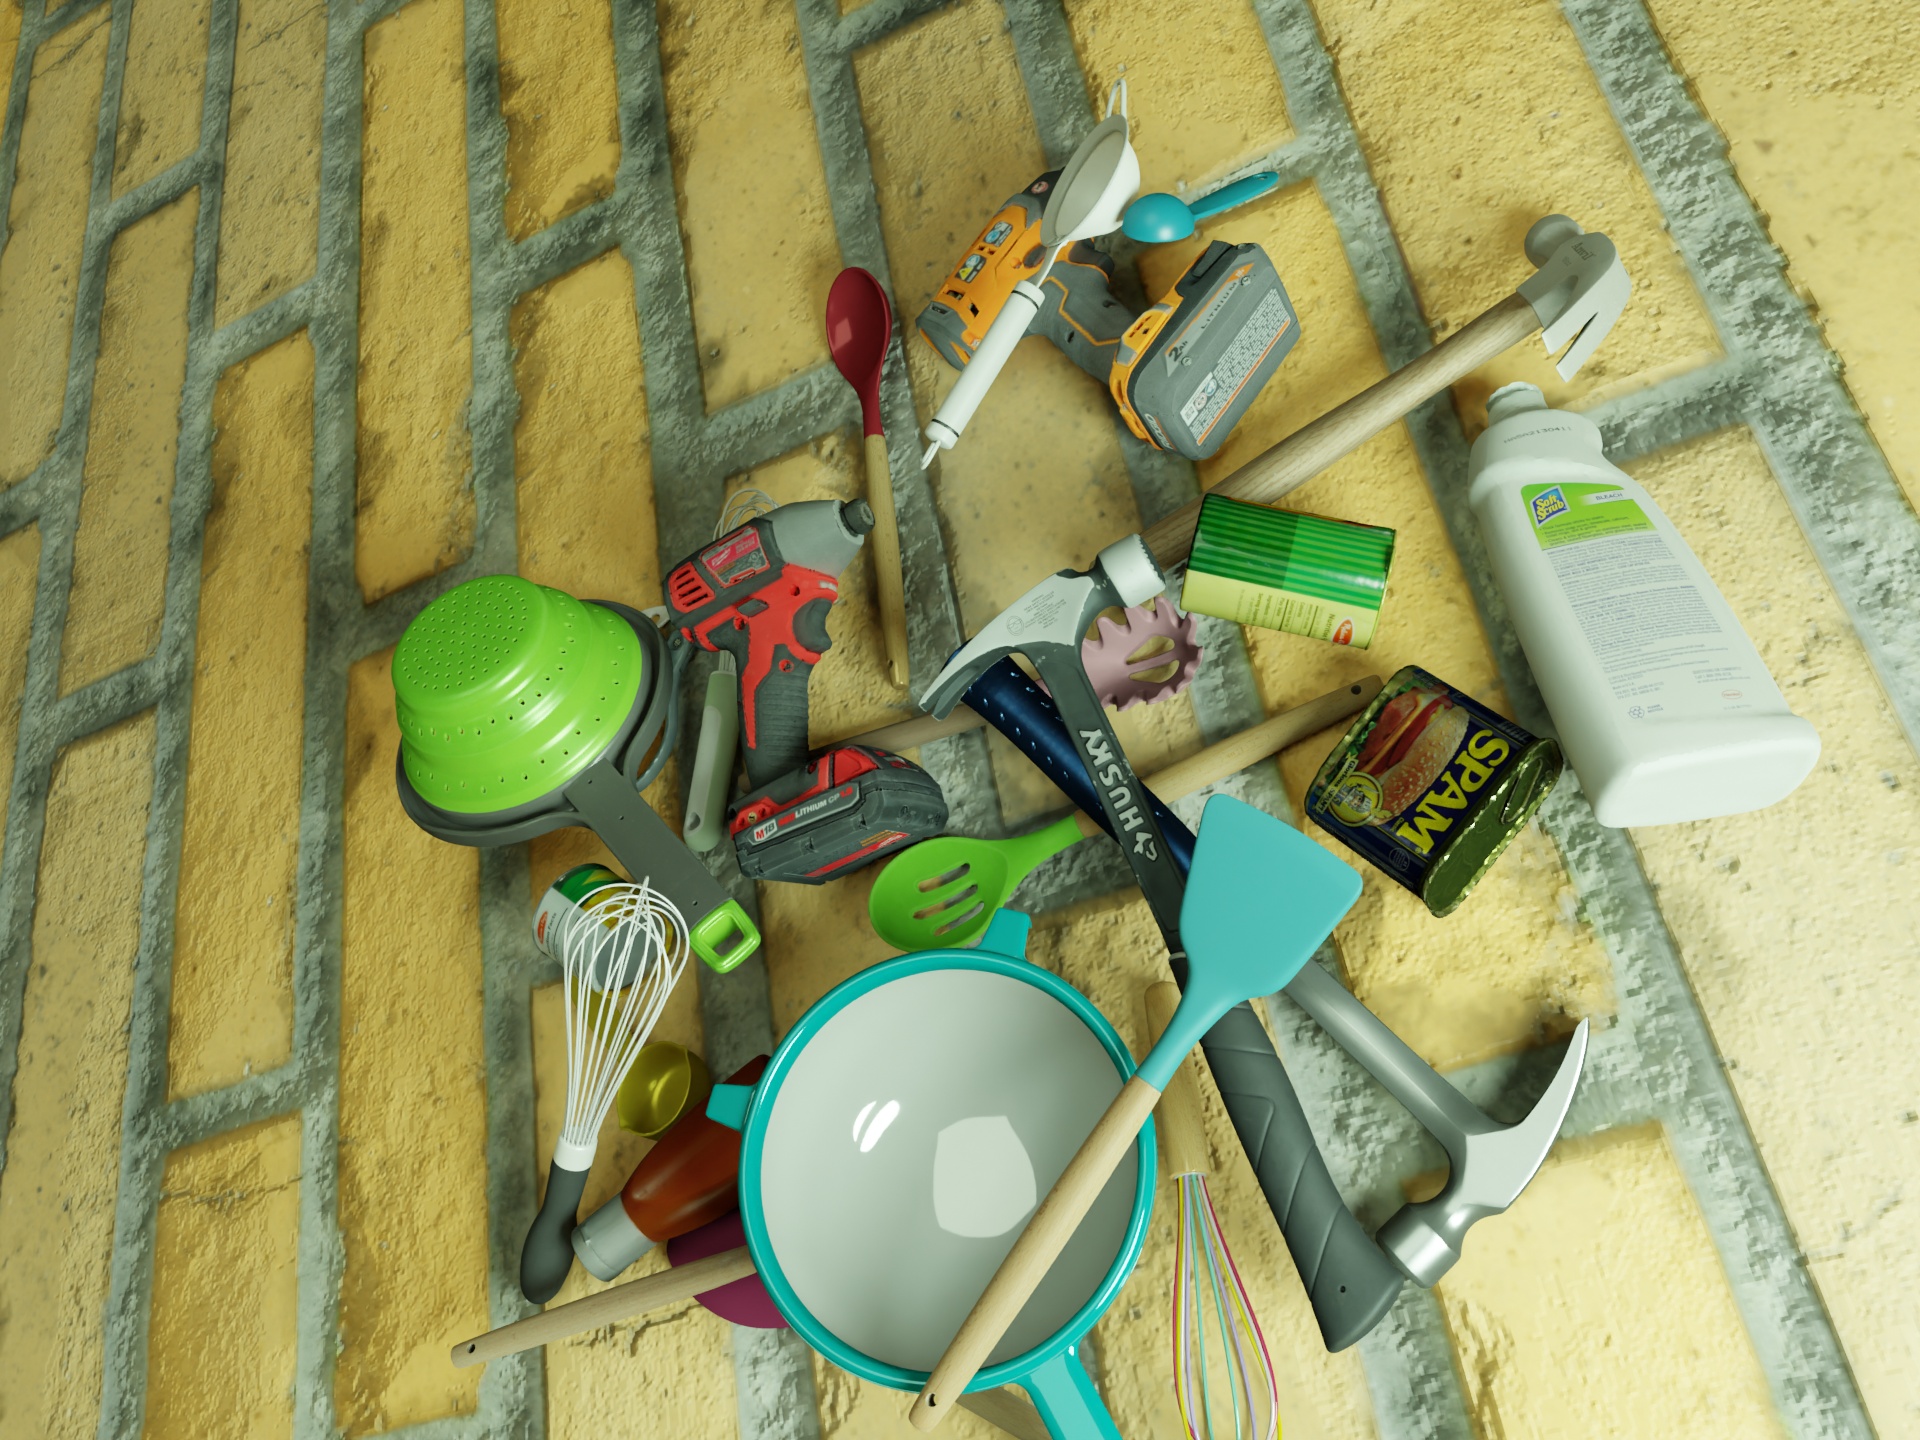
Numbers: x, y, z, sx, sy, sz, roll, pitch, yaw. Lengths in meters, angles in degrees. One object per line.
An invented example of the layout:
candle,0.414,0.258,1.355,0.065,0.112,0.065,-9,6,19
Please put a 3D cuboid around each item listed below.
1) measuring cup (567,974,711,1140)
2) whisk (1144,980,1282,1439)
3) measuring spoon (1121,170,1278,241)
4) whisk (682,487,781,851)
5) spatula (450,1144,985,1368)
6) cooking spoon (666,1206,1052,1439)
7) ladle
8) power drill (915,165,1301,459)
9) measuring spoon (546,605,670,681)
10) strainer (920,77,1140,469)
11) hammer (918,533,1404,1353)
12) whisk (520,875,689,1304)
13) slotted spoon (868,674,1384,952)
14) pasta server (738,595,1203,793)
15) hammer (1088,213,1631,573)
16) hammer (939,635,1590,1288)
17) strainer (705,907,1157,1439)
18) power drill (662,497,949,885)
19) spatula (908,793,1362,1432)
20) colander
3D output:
measuring cup,-0.201,0.200,0.979,0.062,0.029,0.157,-51,44,-1
whisk,0.119,0.247,0.783,0.047,0.051,0.245,-6,60,2
measuring spoon,0.146,-0.313,0.942,0.128,0.021,0.042,-32,46,-30
whisk,-0.150,-0.036,1.037,0.058,0.059,0.246,-5,71,39
spatula,-0.136,0.305,0.872,0.316,0.018,0.060,-20,57,7
cooking spoon,-0.038,0.327,0.837,0.319,0.017,0.069,16,77,33
ladle,-0.055,-0.165,1.053,0.069,0.031,0.316,-35,54,47
power drill,0.095,-0.268,0.992,0.227,0.084,0.164,33,84,37
measuring spoon,-0.254,-0.050,1.119,0.124,0.018,0.034,-23,60,9
strainer,0.045,-0.257,0.942,0.258,0.050,0.087,-58,23,-2
hammer,0.105,0.104,0.788,0.149,0.036,0.409,-29,64,13
whisk,-0.211,0.215,0.901,0.070,0.070,0.284,31,113,34
slotted spoon,0.090,0.050,0.887,0.314,0.031,0.070,-27,59,13
pasta server,-0.002,-0.003,0.951,0.316,0.040,0.060,-17,76,22
hammer,0.215,-0.162,0.891,0.331,0.031,0.130,-33,26,18
hammer,0.135,0.085,0.822,0.144,0.035,0.406,-47,62,2
strainer,0.031,0.277,0.780,0.211,0.095,0.341,-32,64,1
power drill,-0.091,-0.024,0.948,0.143,0.078,0.220,-26,70,23
spatula,0.067,0.185,0.726,0.082,0.044,0.317,32,82,24
colander,-0.249,0.014,0.982,0.204,0.094,0.397,-41,50,-12
